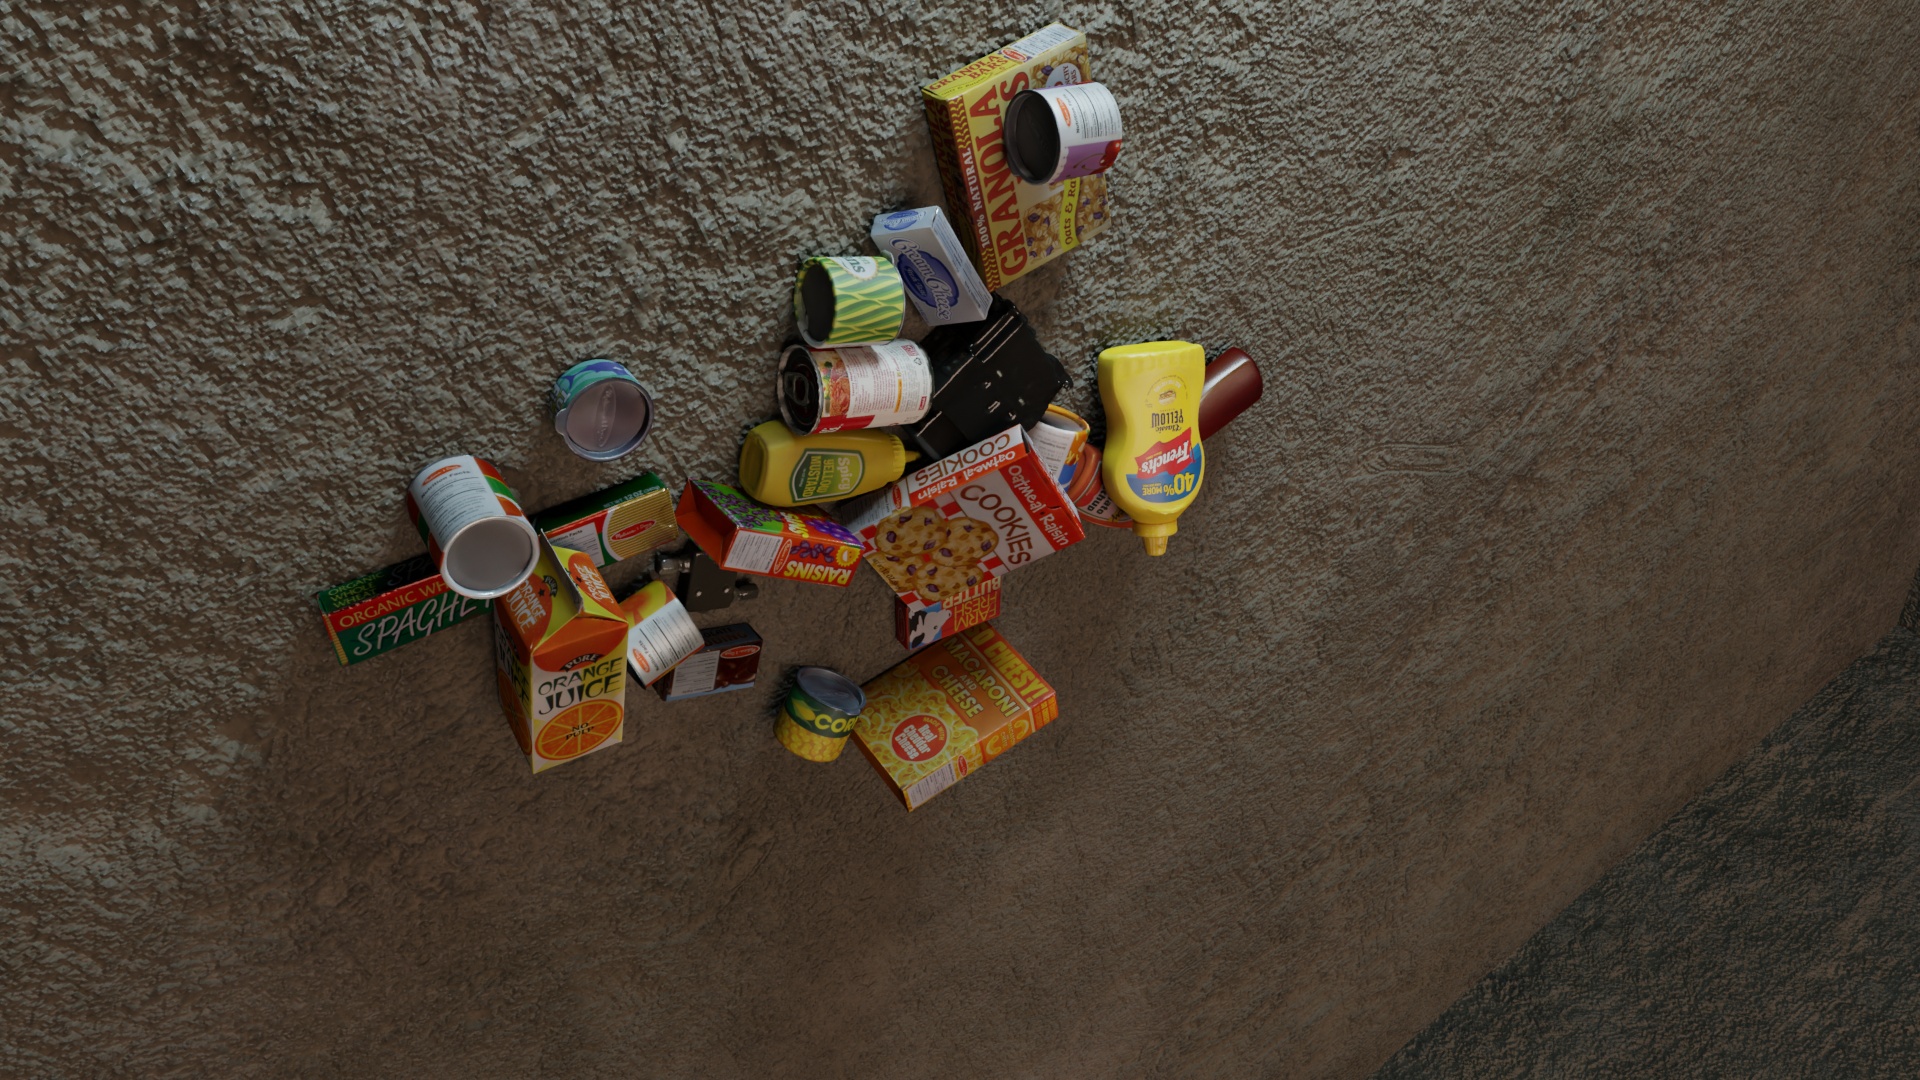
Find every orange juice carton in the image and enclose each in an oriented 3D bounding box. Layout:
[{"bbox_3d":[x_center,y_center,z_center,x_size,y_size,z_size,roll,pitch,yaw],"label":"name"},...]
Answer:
[{"bbox_3d":[-0.289,0.078,1.003,0.073,0.072,0.191,-19,146,-30],"label":"orange juice carton"}]

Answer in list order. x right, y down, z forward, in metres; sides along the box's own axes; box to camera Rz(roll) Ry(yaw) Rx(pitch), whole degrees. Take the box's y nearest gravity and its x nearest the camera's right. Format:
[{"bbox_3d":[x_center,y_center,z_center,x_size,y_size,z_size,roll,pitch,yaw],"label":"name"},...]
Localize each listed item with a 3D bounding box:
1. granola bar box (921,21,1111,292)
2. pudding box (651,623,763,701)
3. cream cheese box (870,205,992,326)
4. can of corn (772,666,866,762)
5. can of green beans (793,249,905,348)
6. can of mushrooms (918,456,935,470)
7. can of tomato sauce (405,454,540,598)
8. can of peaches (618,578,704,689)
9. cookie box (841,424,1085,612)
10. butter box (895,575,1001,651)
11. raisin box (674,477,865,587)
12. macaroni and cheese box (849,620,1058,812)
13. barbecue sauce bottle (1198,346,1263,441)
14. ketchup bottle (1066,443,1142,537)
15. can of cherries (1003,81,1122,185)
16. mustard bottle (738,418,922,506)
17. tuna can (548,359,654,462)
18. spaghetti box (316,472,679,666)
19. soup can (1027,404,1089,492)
[{"bbox_3d":[0.046,-0.288,1.052,0.124,0.039,0.164,-32,136,-17],"label":"granola bar box"},{"bbox_3d":[-0.209,0.101,1.147,0.084,0.030,0.049,-7,124,-35],"label":"pudding box"},{"bbox_3d":[-0.021,-0.206,1.049,0.103,0.053,0.024,53,43,-47],"label":"cream cheese box"},{"bbox_3d":[-0.124,0.155,1.226,0.071,0.071,0.058,9,115,-42],"label":"can of corn"},{"bbox_3d":[-0.082,-0.175,1.015,0.058,0.071,0.071,-8,125,-34],"label":"can of green beans"},{"bbox_3d":[-0.006,-0.045,1.197,0.071,0.033,0.070,-21,133,-24],"label":"can of mushrooms"},{"bbox_3d":[-0.326,-0.008,0.933,0.071,0.083,0.070,-20,131,-25],"label":"can of tomato sauce"},{"bbox_3d":[-0.241,0.071,1.074,0.058,0.071,0.071,-37,137,-18],"label":"can of peaches"},{"bbox_3d":[0.004,-0.015,1.159,0.167,0.040,0.122,-24,137,13],"label":"cookie box"},{"bbox_3d":[-0.010,0.060,1.279,0.104,0.024,0.052,-20,131,-26],"label":"butter box"},{"bbox_3d":[-0.147,-0.006,1.075,0.123,0.086,0.040,11,109,-43],"label":"raisin box"},{"bbox_3d":[-0.013,0.156,1.275,0.167,0.124,0.040,-30,138,-18],"label":"macaroni and cheese box"},{"bbox_3d":[0.217,-0.118,1.313,0.149,0.044,0.064,-37,139,-9],"label":"barbecue sauce bottle"},{"bbox_3d":[0.143,-0.041,1.312,0.148,0.043,0.064,26,100,-47],"label":"ketchup bottle"},{"bbox_3d":[0.072,-0.291,0.994,0.058,0.071,0.071,-19,131,-29],"label":"can of cherries"},{"bbox_3d":[-0.094,-0.064,1.101,0.161,0.049,0.065,-7,126,-35],"label":"mustard bottle"},{"bbox_3d":[-0.253,-0.090,0.967,0.071,0.033,0.070,-21,132,-25],"label":"tuna can"},{"bbox_3d":[-0.325,0.018,0.993,0.251,0.029,0.049,-23,133,-24],"label":"spaghetti box"},{"bbox_3d":[0.070,-0.072,1.216,0.071,0.071,0.083,-1,120,-38],"label":"soup can"}]
